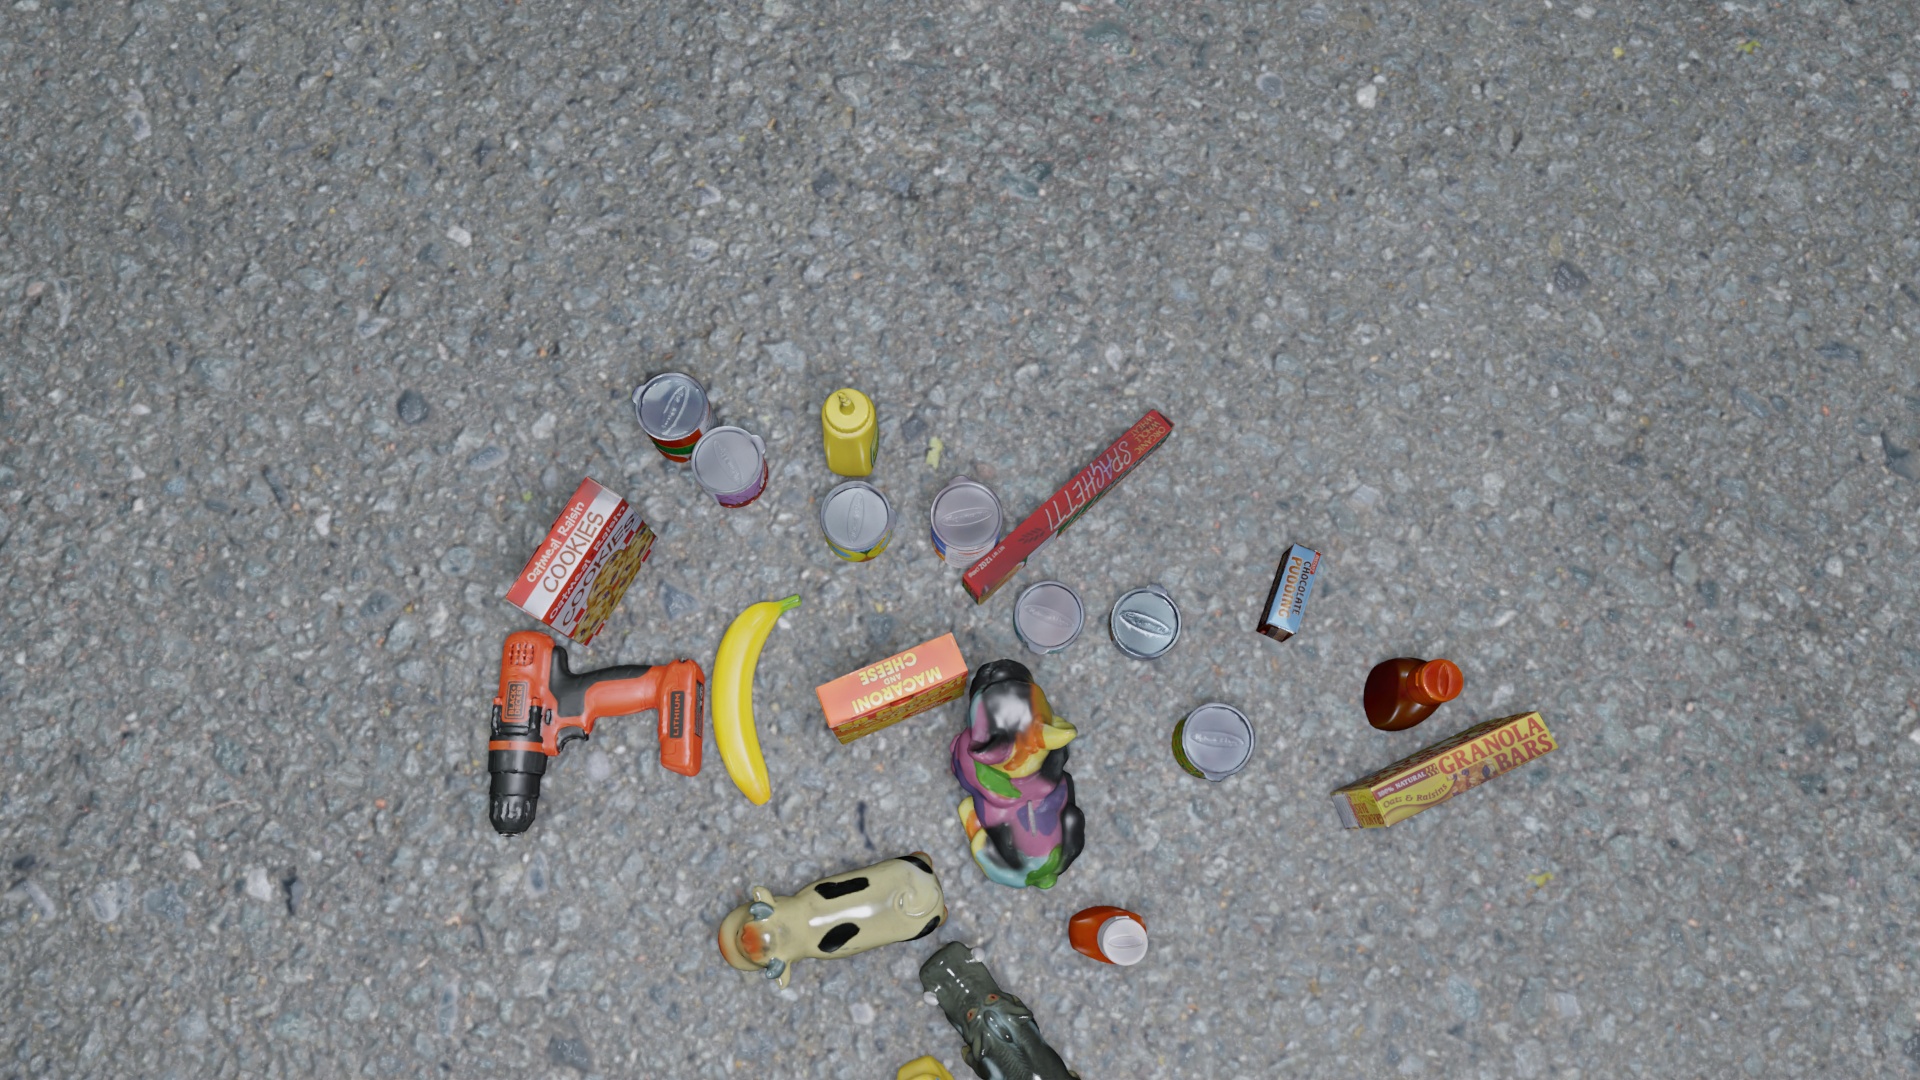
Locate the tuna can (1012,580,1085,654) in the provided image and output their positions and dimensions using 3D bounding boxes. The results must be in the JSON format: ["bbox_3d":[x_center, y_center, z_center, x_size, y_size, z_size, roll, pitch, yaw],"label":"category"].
[{"bbox_3d":[0.081,0.074,1.296,0.071,0.032,0.071,0,77,-1],"label":"tuna can"}]

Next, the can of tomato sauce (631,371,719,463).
[{"bbox_3d":[-0.267,-0.114,1.306,0.071,0.083,0.071,0,77,-1],"label":"can of tomato sauce"}]

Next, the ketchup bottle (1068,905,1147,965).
[{"bbox_3d":[0.129,0.335,1.177,0.065,0.148,0.043,-3,78,-2],"label":"ketchup bottle"}]

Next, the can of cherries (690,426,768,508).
[{"bbox_3d":[-0.214,-0.069,1.309,0.071,0.058,0.071,0,77,-1],"label":"can of cherries"}]

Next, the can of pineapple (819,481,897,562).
[{"bbox_3d":[-0.095,-0.016,1.300,0.071,0.057,0.071,0,77,-1],"label":"can of pineapple"}]

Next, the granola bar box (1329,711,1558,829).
[{"bbox_3d":[0.422,0.204,1.228,0.166,0.124,0.039,-23,79,-6],"label":"granola bar box"}]

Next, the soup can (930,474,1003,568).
[{"bbox_3d":[0.005,-0.016,1.289,0.071,0.083,0.071,0,77,-1],"label":"soup can"}]

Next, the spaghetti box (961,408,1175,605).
[{"bbox_3d":[0.102,-0.032,1.313,0.250,0.050,0.029,-41,81,-10],"label":"spaghetti box"}]

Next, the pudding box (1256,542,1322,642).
[{"bbox_3d":[0.308,0.049,1.300,0.030,0.049,0.084,21,77,3],"label":"pudding box"}]

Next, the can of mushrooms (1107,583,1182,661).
[{"bbox_3d":[0.173,0.077,1.298,0.071,0.033,0.071,0,77,-1],"label":"can of mushrooms"}]

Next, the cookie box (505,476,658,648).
[{"bbox_3d":[-0.331,0.023,1.228,0.040,0.167,0.123,29,78,5],"label":"cookie box"}]

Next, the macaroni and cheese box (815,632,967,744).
[{"bbox_3d":[-0.057,0.132,1.211,0.124,0.166,0.040,-22,79,-6],"label":"macaroni and cheese box"}]

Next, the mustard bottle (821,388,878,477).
[{"bbox_3d":[-0.101,-0.104,1.268,0.049,0.160,0.065,5,77,0],"label":"mustard bottle"}]

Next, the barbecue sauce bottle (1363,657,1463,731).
[{"bbox_3d":[0.401,0.132,1.232,0.044,0.148,0.065,6,77,0],"label":"barbecue sauce bottle"}]

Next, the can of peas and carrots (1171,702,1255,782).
[{"bbox_3d":[0.229,0.185,1.261,0.071,0.058,0.071,0,77,-1],"label":"can of peas and carrots"}]
